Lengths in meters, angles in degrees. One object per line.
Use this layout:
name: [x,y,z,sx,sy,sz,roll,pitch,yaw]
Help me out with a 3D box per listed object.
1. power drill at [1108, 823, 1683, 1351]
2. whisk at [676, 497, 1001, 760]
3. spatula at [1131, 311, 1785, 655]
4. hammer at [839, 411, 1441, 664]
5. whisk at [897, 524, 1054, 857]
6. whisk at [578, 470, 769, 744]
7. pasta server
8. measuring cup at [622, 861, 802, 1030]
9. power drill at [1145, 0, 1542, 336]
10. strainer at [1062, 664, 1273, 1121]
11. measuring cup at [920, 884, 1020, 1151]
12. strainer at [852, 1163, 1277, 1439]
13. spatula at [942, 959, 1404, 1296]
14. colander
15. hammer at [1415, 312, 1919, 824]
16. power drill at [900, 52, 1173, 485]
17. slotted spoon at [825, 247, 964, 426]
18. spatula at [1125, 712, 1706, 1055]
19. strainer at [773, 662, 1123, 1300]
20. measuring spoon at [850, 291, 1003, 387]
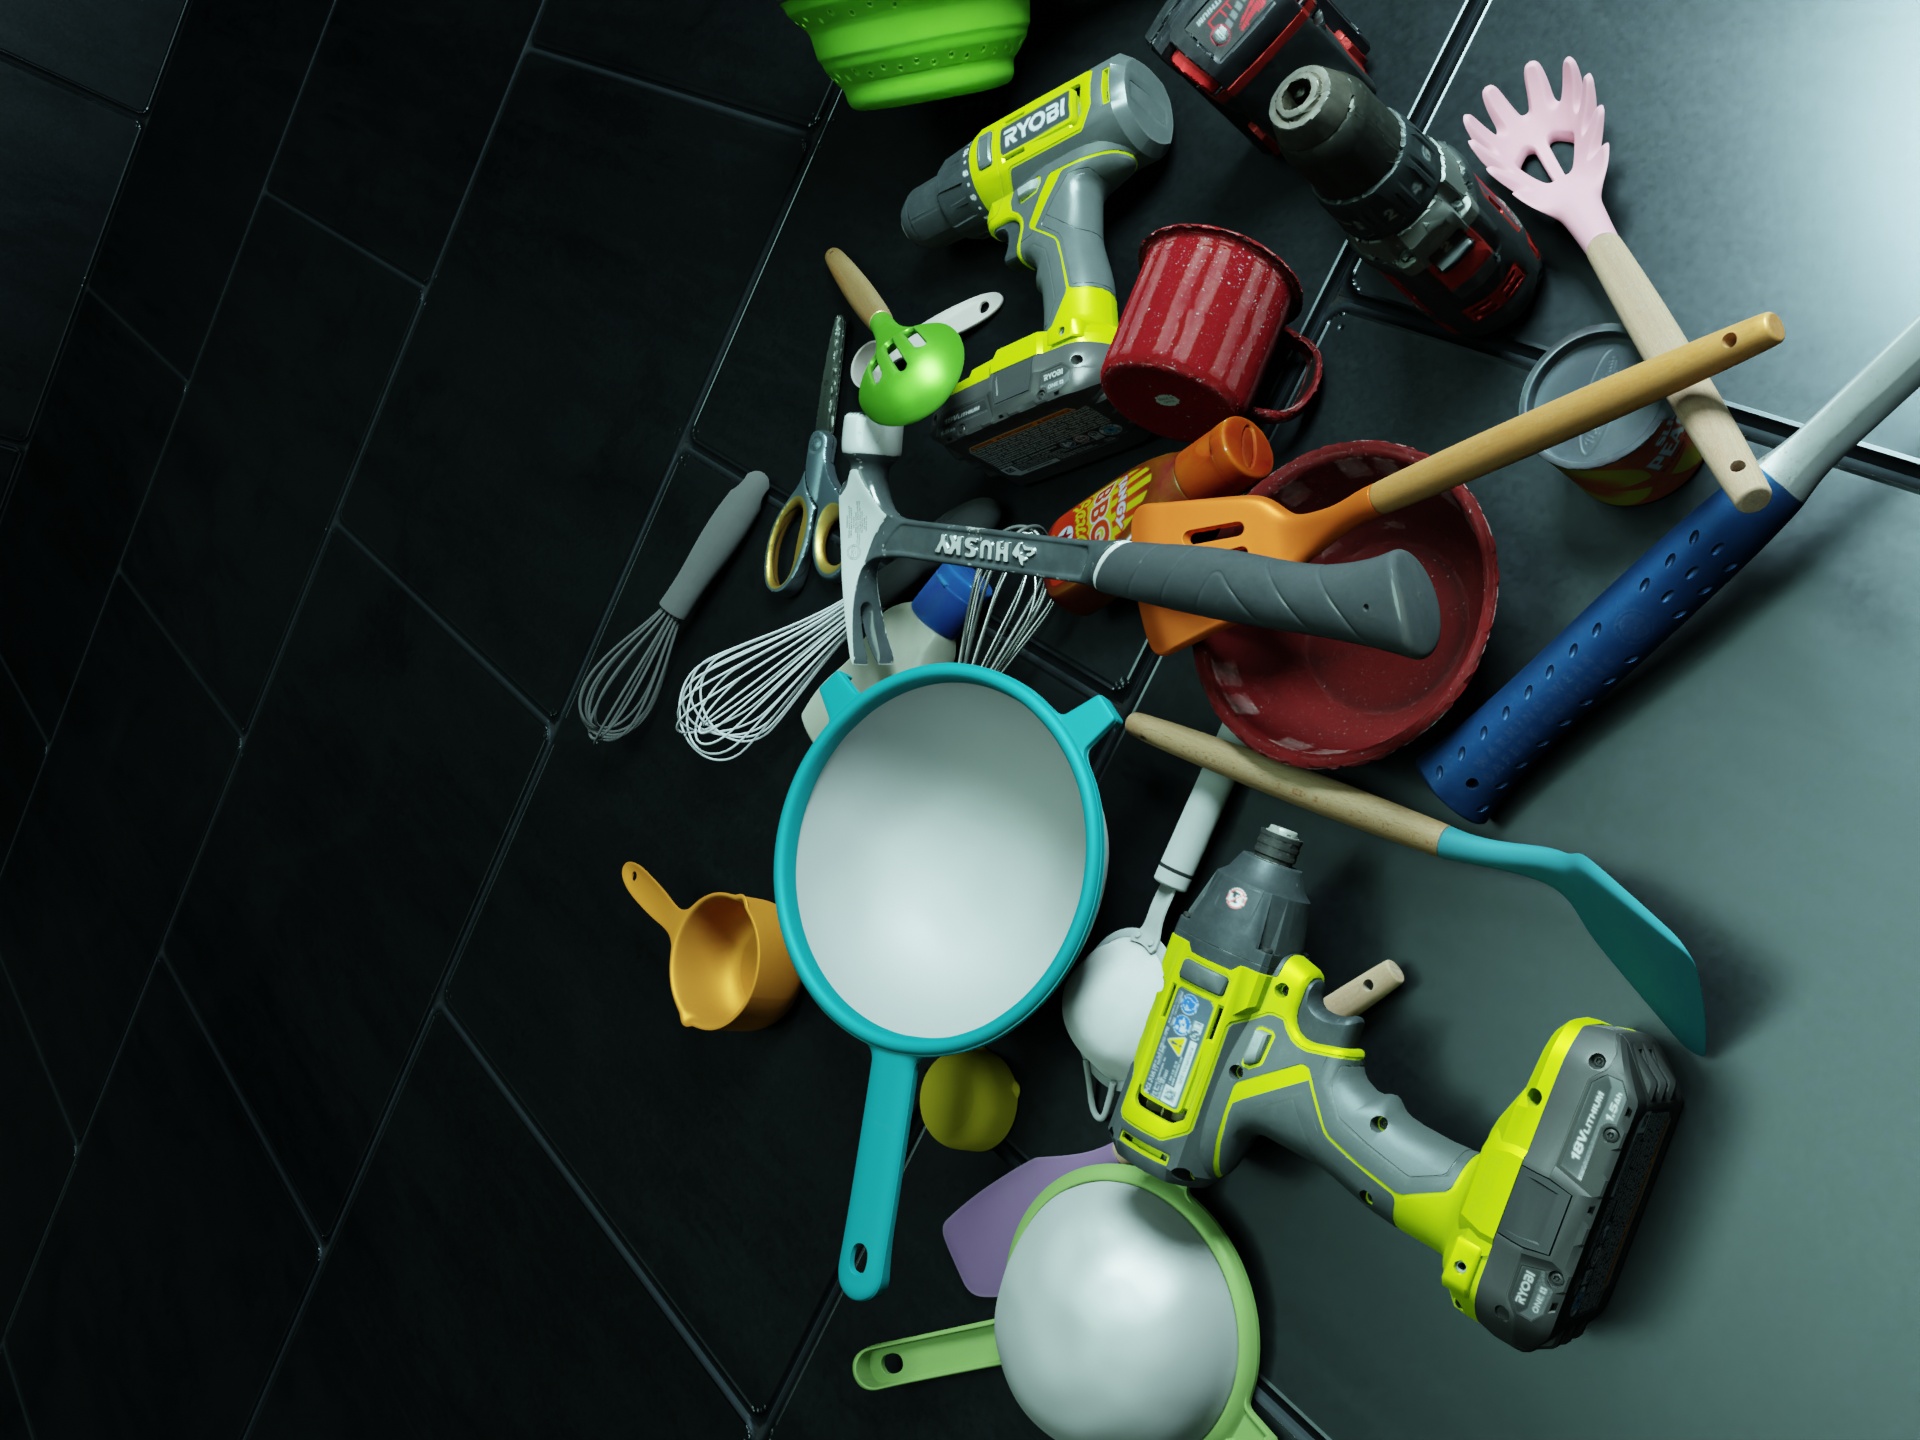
power drill: [0.185,0.156,0.703,0.223,0.080,0.171,22,94,38]
whisk: [-0.084,-0.062,1.037,0.284,0.070,0.070,-34,58,25]
spatula: [0.196,-0.106,0.697,0.322,0.041,0.081,-22,71,53]
hammer: [0.063,-0.076,0.814,0.409,0.036,0.149,16,104,48]
whisk: [-0.002,-0.003,0.951,0.058,0.059,0.246,30,104,30]
whisk: [-0.208,-0.081,1.162,0.239,0.055,0.055,-55,49,11]
pasta server: [0.282,-0.196,0.684,0.060,0.040,0.317,-25,40,23]
measuring cup: [-0.167,0.141,1.060,0.174,0.052,0.095,34,102,44]
power drill: [0.176,-0.296,0.774,0.080,0.187,0.227,-44,50,24]
strainer: [0.106,0.089,0.835,0.087,0.050,0.258,27,95,57]
measuring cup: [-0.006,0.169,0.919,0.062,0.029,0.157,-26,64,35]
strainer: [0.026,0.319,0.812,0.256,0.069,0.152,-26,70,32]
spatula: [0.102,0.213,0.819,0.316,0.018,0.060,-43,61,27]
colander: [0.047,-0.449,0.990,0.397,0.204,0.094,1,114,27]
hammer: [0.336,-0.109,0.645,0.144,0.035,0.405,37,118,-5]
power drill: [0.039,-0.267,0.964,0.190,0.080,0.229,-15,67,39]
slotted spoon: [-0.057,-0.257,1.008,0.070,0.031,0.314,-39,31,8]
spatula: [0.196,0.054,0.737,0.318,0.082,0.044,23,64,40]
strainer: [-0.006,0.142,0.879,0.211,0.095,0.340,6,84,34]
measuring spoon: [-0.020,-0.252,1.058,0.124,0.018,0.034,-20,67,30]
